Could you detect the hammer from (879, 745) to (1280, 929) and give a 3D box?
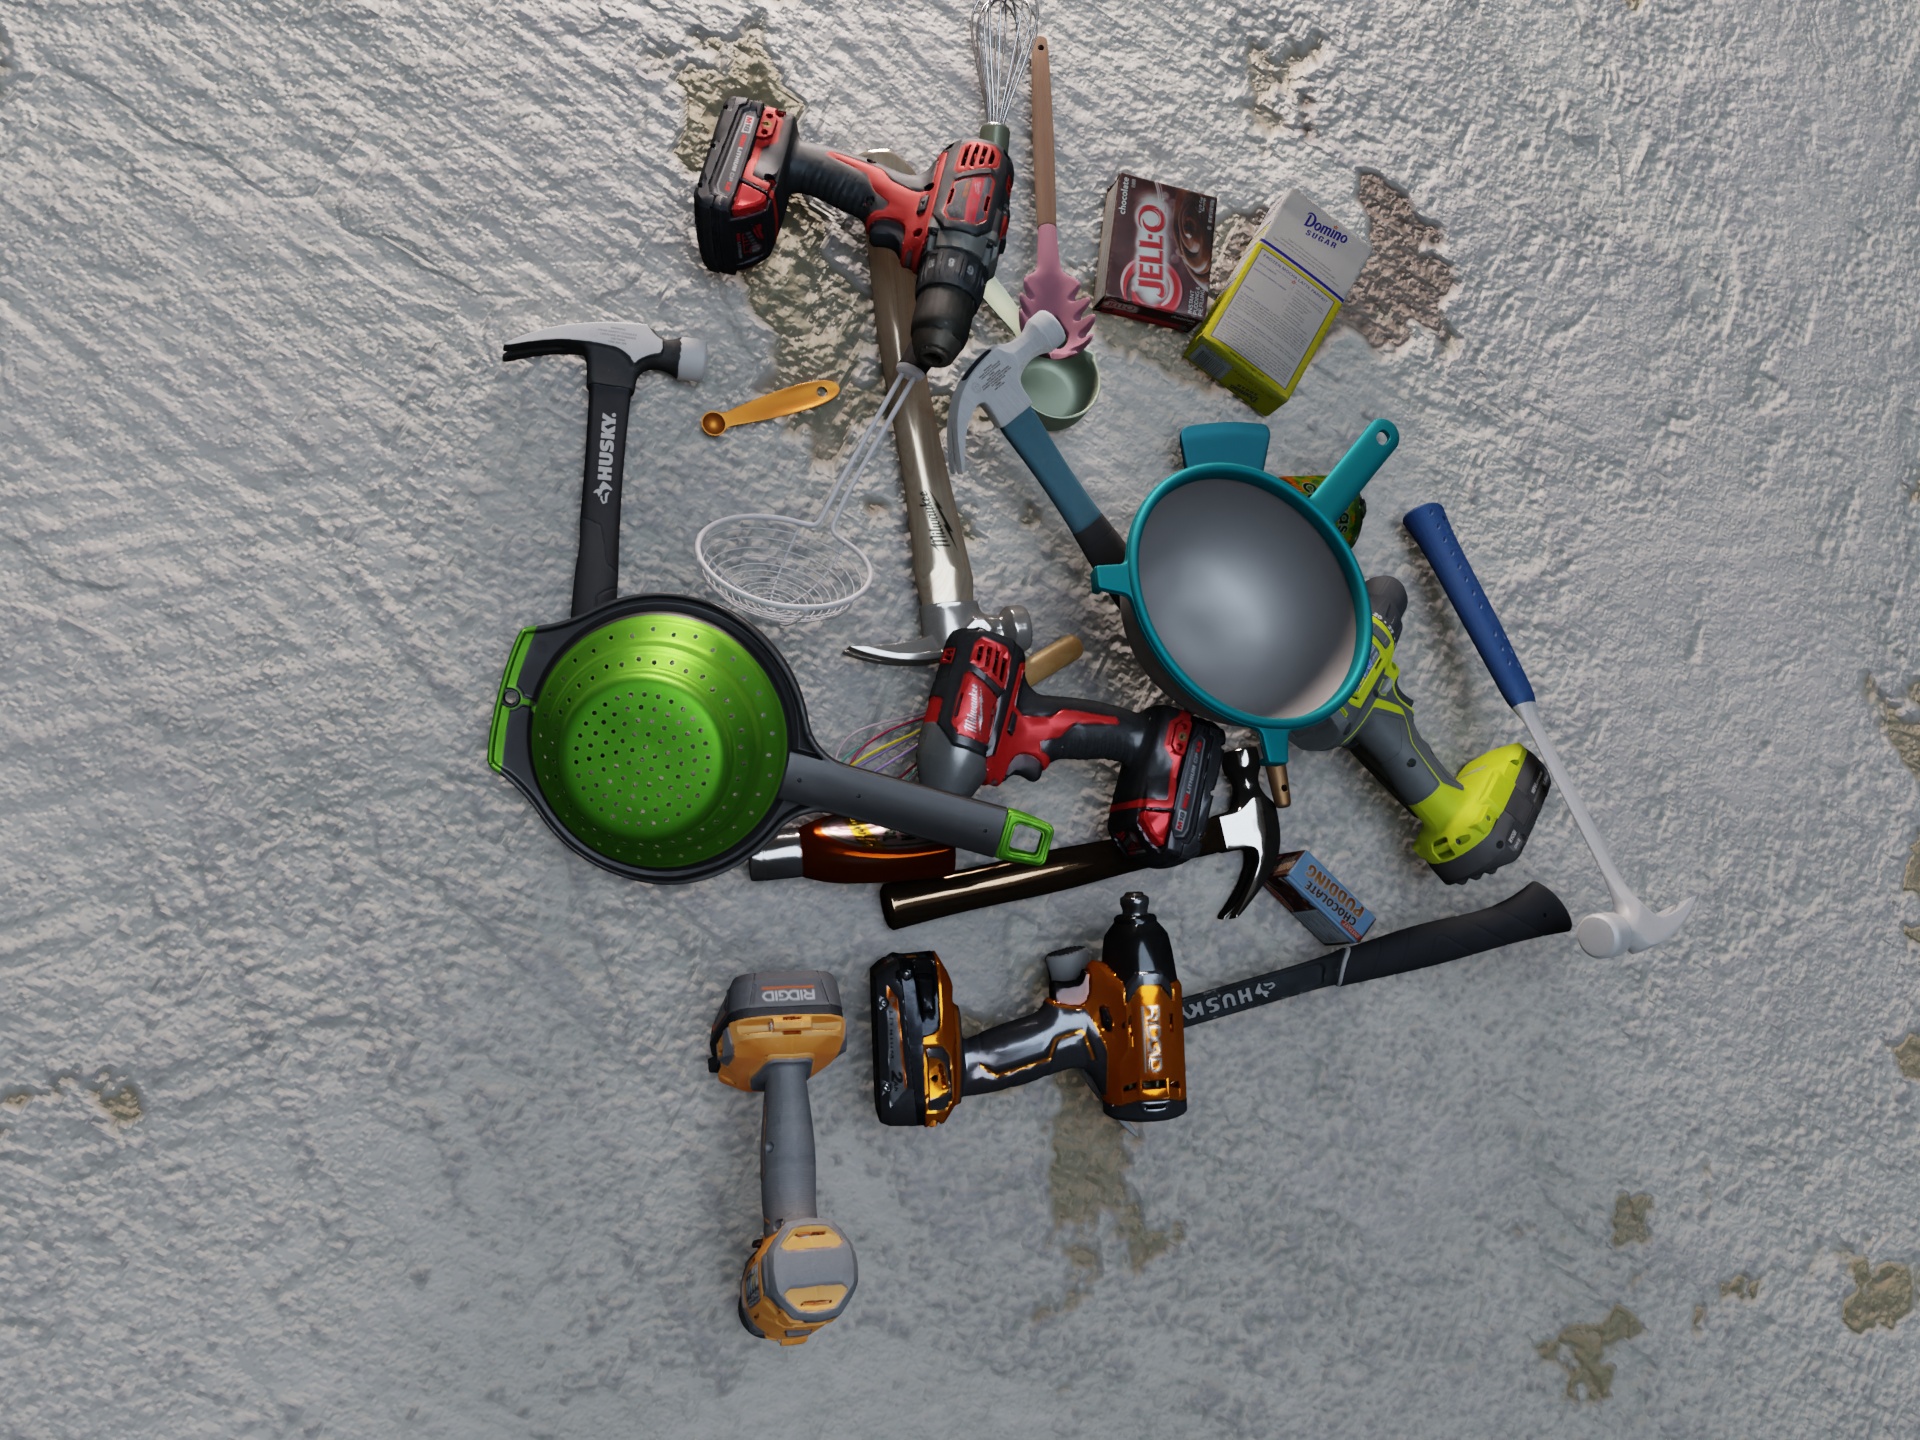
[{"bbox_3d":[0.099,0.113,1.231,0.331,0.031,0.130,-11,84,-18],"label":"hammer"}]

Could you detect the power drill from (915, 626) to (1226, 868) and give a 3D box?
[{"bbox_3d":[0.074,0.030,1.174,0.219,0.078,0.143,20,76,-15],"label":"power drill"}]

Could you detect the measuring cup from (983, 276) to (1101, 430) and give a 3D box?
[{"bbox_3d":[0.045,-0.305,1.281,0.083,0.038,0.167,-33,83,-23],"label":"measuring cup"}]

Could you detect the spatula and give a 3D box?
[{"bbox_3d":[0.235,-0.086,1.289,0.082,0.044,0.318,-5,77,-18],"label":"spatula"}]

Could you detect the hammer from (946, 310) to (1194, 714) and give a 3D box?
[{"bbox_3d":[0.107,-0.143,1.233,0.128,0.033,0.330,-39,108,-6],"label":"hammer"}]

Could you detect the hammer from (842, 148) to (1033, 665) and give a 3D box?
[{"bbox_3d":[-0.047,-0.246,1.241,0.146,0.038,0.411,-7,83,-17],"label":"hammer"}]

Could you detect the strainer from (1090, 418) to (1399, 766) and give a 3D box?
[{"bbox_3d":[0.234,-0.120,1.229,0.211,0.095,0.340,45,58,-4],"label":"strainer"}]

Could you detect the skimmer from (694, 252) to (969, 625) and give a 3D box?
[{"bbox_3d":[-0.067,-0.223,1.166,0.127,0.090,0.363,24,73,12],"label":"skimmer"}]

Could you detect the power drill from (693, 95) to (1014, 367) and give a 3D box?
[{"bbox_3d":[-0.080,-0.362,1.186,0.226,0.080,0.188,11,68,1],"label":"power drill"}]

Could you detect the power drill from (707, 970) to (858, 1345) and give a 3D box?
[{"bbox_3d":[-0.123,0.303,1.078,0.084,0.185,0.226,1,62,-17],"label":"power drill"}]

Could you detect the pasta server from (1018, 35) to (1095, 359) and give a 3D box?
[{"bbox_3d":[0.071,-0.425,1.283,0.060,0.040,0.316,1,72,-8],"label":"pasta server"}]

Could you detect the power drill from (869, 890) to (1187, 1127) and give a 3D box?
[{"bbox_3d":[0.050,0.210,1.151,0.226,0.084,0.164,-2,89,-7],"label":"power drill"}]

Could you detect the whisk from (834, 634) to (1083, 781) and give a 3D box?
[{"bbox_3d":[-0.001,-0.004,1.208,0.245,0.047,0.051,-31,48,-24],"label":"whisk"}]

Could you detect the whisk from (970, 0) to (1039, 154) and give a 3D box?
[{"bbox_3d":[0.028,-0.491,1.302,0.059,0.057,0.246,3,82,18],"label":"whisk"}]

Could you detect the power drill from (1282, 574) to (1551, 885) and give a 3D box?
[{"bbox_3d":[0.371,0.003,1.296,0.228,0.080,0.191,46,52,-7],"label":"power drill"}]

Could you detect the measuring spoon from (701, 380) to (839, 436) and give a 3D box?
[{"bbox_3d":[-0.146,-0.240,1.224,0.117,0.011,0.021,-22,88,-23],"label":"measuring spoon"}]

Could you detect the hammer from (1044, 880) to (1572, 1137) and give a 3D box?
[{"bbox_3d":[0.277,0.201,1.227,0.409,0.036,0.149,-14,89,-6],"label":"hammer"}]

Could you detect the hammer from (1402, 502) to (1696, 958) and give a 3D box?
[{"bbox_3d":[0.466,-0.001,1.294,0.144,0.035,0.406,0,60,-40],"label":"hammer"}]

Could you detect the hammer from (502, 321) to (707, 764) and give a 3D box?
[{"bbox_3d":[-0.268,-0.129,1.154,0.146,0.035,0.335,5,80,-17],"label":"hammer"}]

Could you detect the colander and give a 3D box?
[{"bbox_3d":[-0.127,0.040,1.070,0.397,0.094,0.204,15,97,-4],"label":"colander"}]
